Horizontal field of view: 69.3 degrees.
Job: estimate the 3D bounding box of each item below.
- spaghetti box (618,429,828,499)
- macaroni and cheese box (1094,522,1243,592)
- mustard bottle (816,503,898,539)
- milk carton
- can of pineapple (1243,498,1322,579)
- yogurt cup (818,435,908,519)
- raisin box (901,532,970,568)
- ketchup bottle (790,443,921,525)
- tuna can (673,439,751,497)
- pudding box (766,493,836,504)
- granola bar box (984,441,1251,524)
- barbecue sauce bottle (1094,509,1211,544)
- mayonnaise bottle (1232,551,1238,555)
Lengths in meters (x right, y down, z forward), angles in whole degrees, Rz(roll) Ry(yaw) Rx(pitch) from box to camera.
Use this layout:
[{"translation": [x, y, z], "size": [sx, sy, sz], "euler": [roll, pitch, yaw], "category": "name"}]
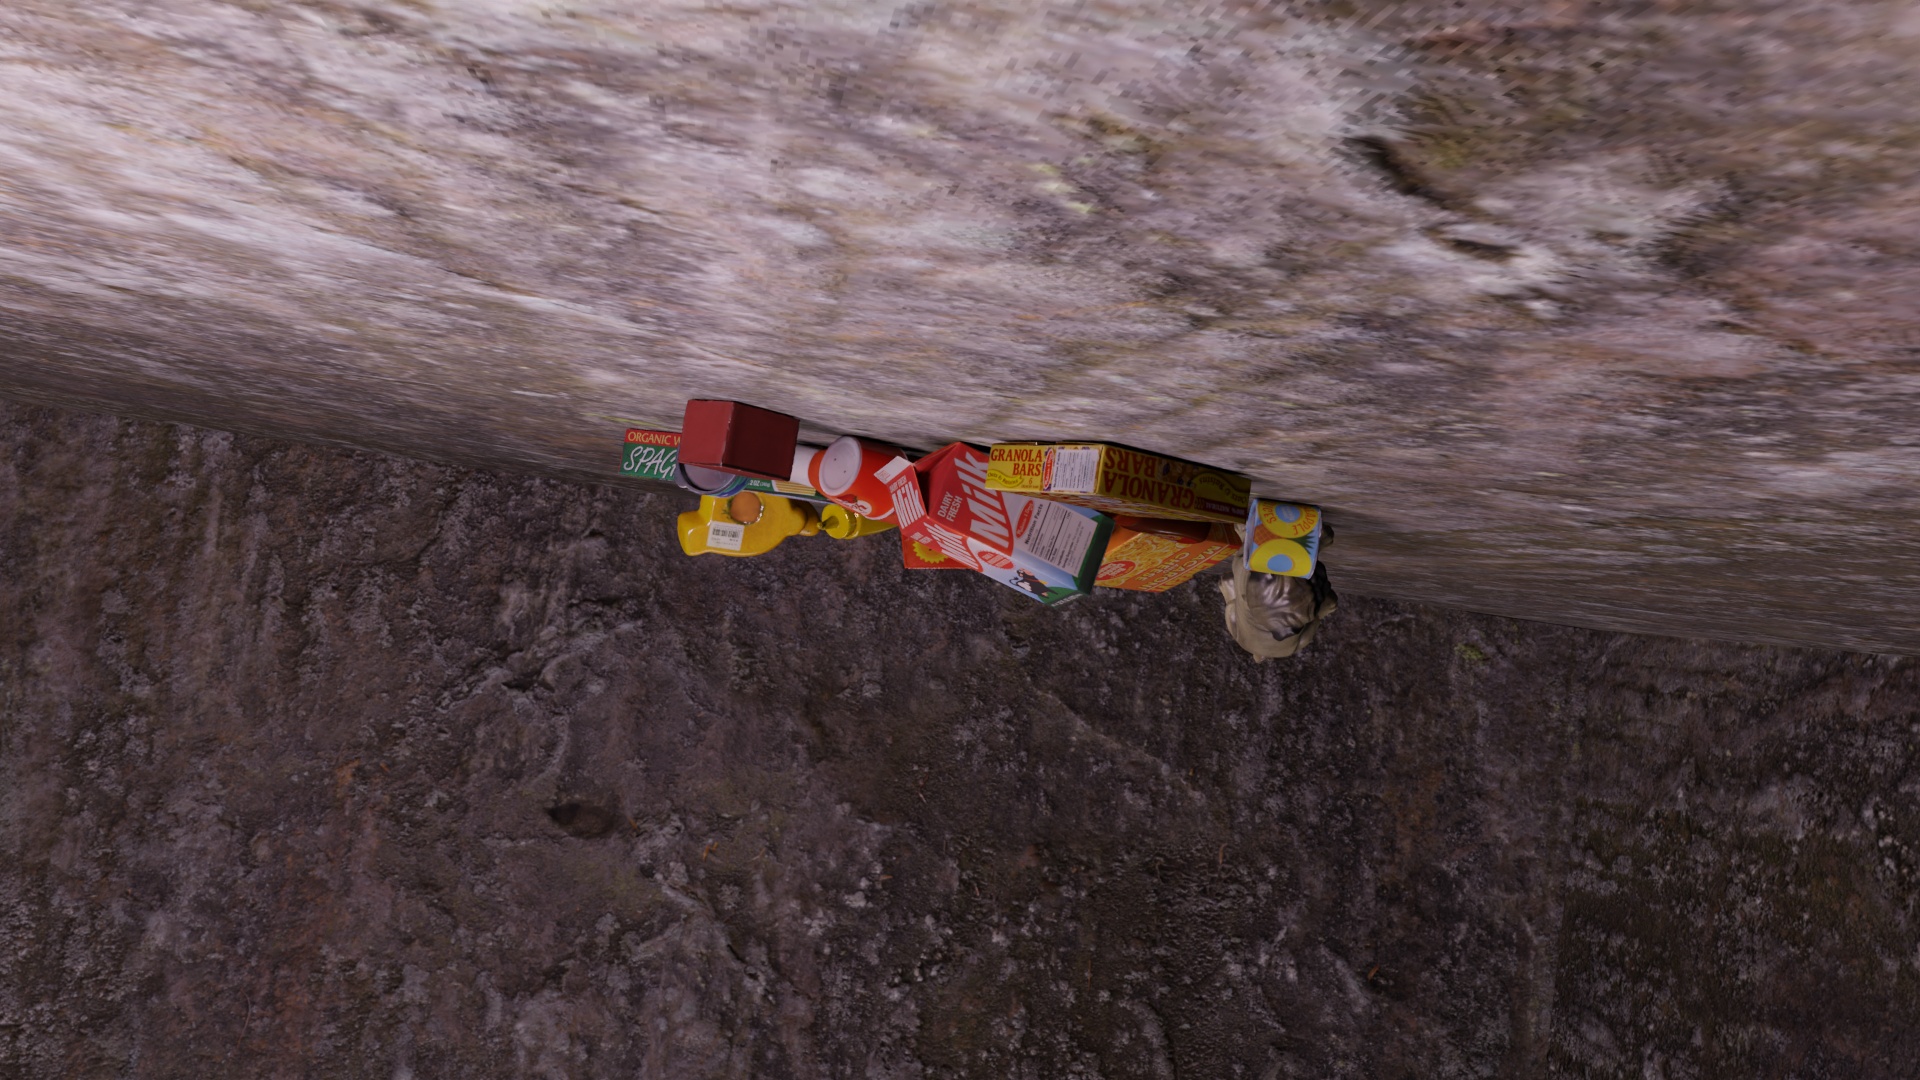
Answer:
[{"translation": [-0.238, -0.078, 1.394], "size": [0.250, 0.050, 0.028], "euler": [7, 176, 27], "category": "spaghetti box"}, {"translation": [0.199, 0.009, 1.461], "size": [0.167, 0.040, 0.123], "euler": [8, 148, -42], "category": "macaroni and cheese box"}, {"translation": [-0.104, -0.033, 1.494], "size": [0.065, 0.048, 0.161], "euler": [17, -156, 33], "category": "mustard bottle"}, {"translation": [0.022, -0.019, 1.143], "size": [0.190, 0.073, 0.072], "euler": [26, 161, -13], "category": "milk carton"}, {"translation": [0.288, -0.003, 1.242], "size": [0.058, 0.071, 0.071], "euler": [8, 178, 5], "category": "can of pineapple"}, {"translation": [-0.085, -0.057, 1.200], "size": [0.054, 0.072, 0.072], "euler": [21, 169, -43], "category": "yogurt cup"}, {"translation": [0.005, -0.017, 1.353], "size": [0.123, 0.085, 0.040], "euler": [0, -156, 12], "category": "raisin box"}, {"translation": [-0.100, -0.058, 1.277], "size": [0.149, 0.065, 0.043], "euler": [15, 173, 32], "category": "ketchup bottle"}, {"translation": [-0.221, -0.070, 1.247], "size": [0.071, 0.071, 0.033], "euler": [7, 178, 17], "category": "tuna can"}, {"translation": [-0.160, -0.066, 1.419], "size": [0.030, 0.049, 0.084], "euler": [4, 177, 38], "category": "pudding box"}, {"translation": [0.122, -0.044, 1.066], "size": [0.166, 0.039, 0.124], "euler": [9, 178, -39], "category": "granola bar box"}, {"translation": [0.175, -0.027, 1.296], "size": [0.065, 0.043, 0.148], "euler": [16, -177, 37], "category": "barbecue sauce bottle"}, {"translation": [0.300, -0.003, 1.523], "size": [0.065, 0.041, 0.148], "euler": [8, 179, -42], "category": "mayonnaise bottle"}]
